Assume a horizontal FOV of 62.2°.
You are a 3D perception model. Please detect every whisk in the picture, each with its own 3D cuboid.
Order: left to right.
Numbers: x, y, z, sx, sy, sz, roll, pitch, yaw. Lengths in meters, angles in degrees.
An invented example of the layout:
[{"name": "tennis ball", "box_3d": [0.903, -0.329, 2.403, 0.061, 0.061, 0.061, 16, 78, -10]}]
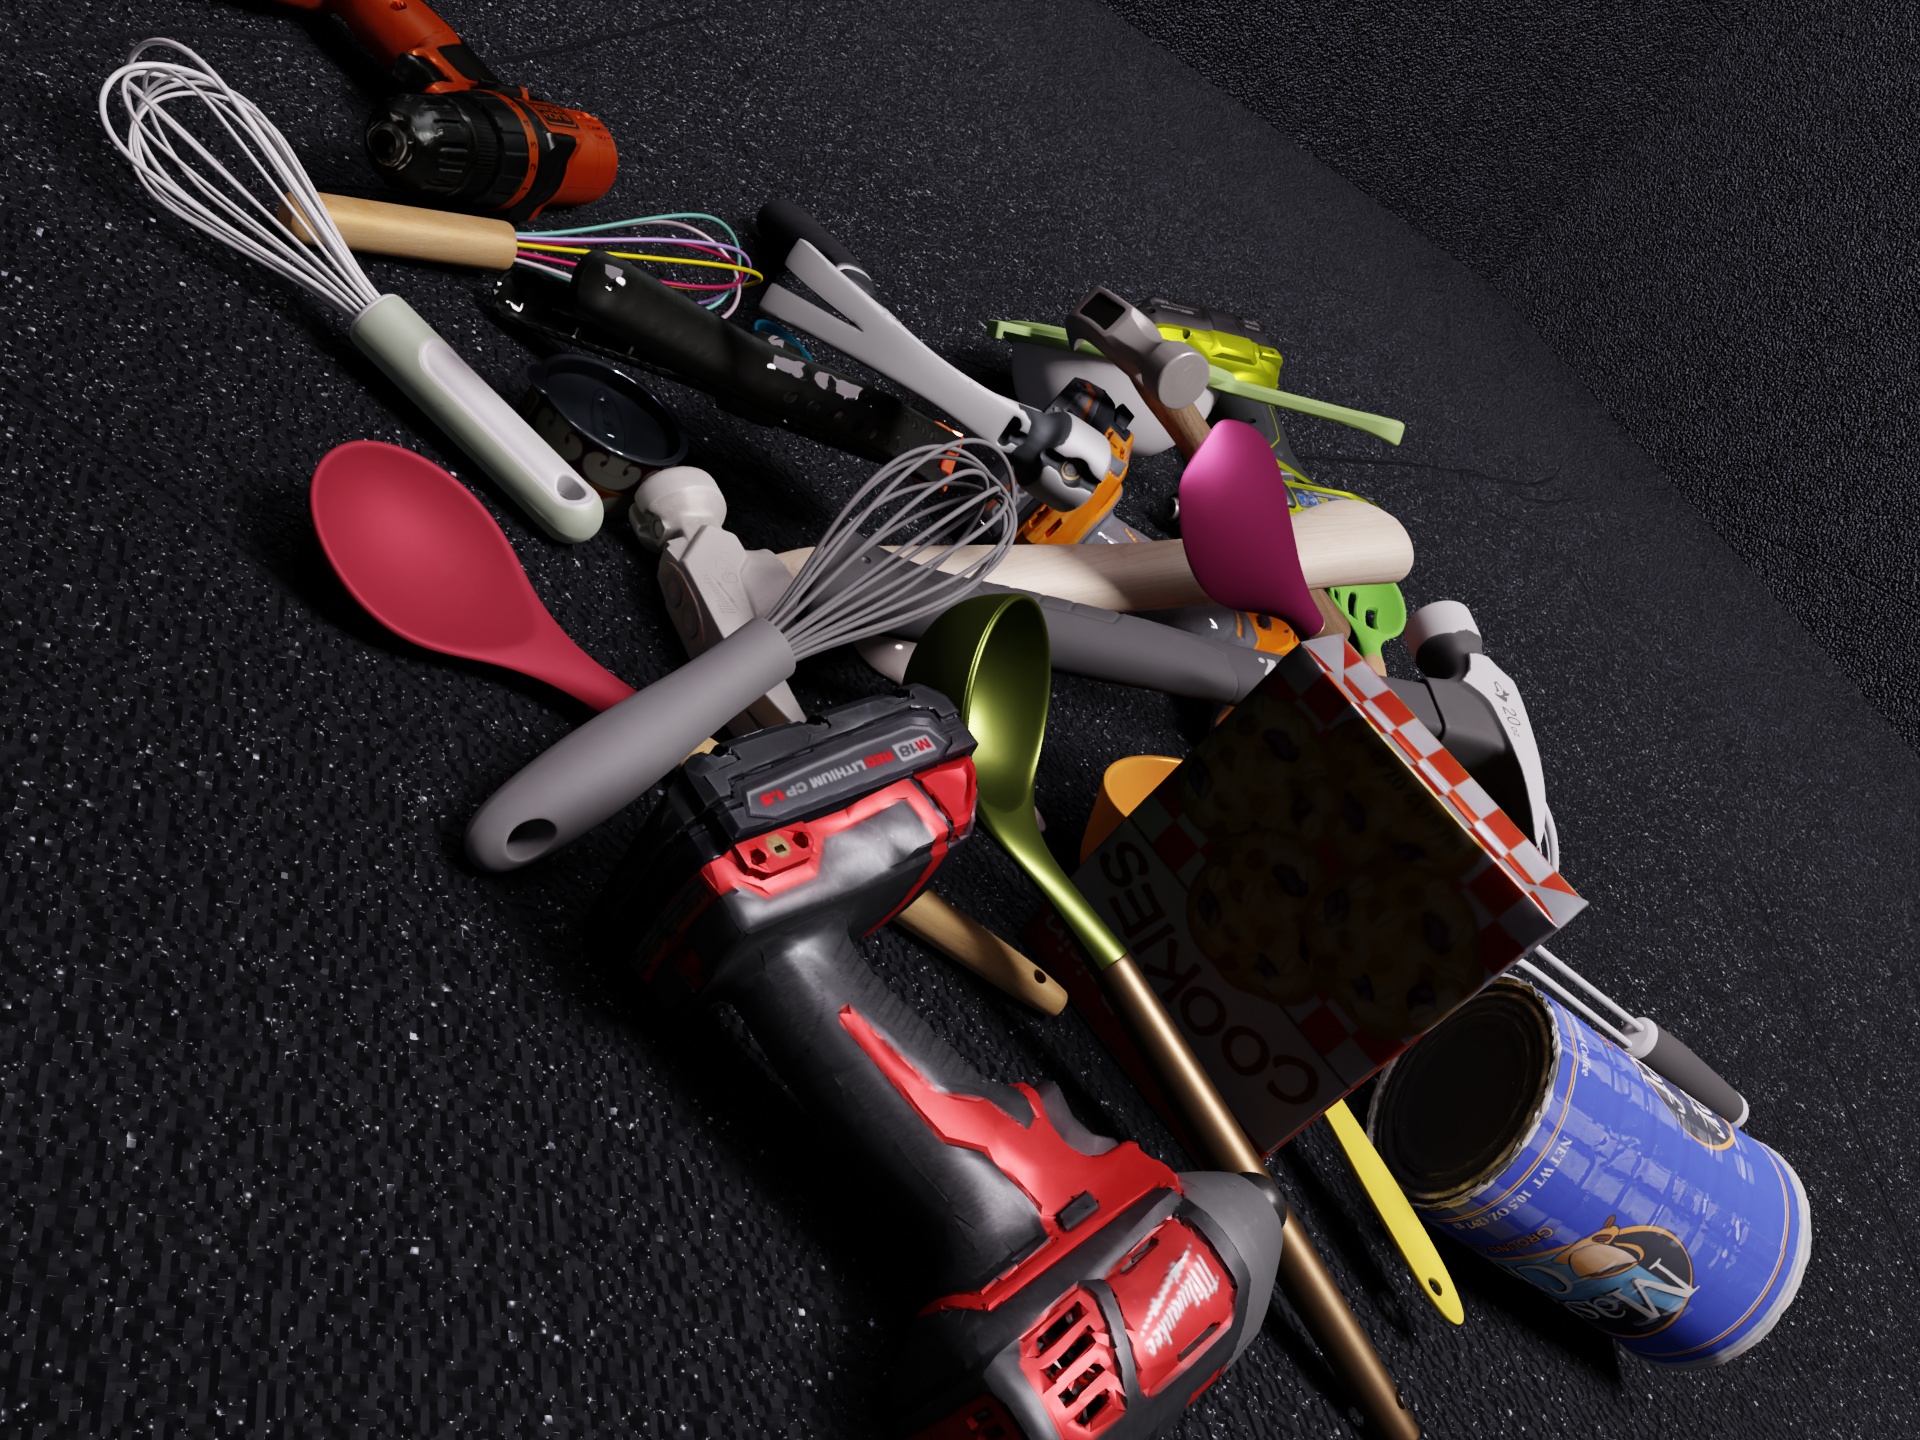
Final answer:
[{"name": "whisk", "box_3d": [-0.226, -0.158, 0.601, 0.246, 0.059, 0.058, 45, 41, -3]}, {"name": "whisk", "box_3d": [-0.186, -0.215, 0.722, 0.047, 0.051, 0.245, 36, 27, 33]}, {"name": "whisk", "box_3d": [-0.063, -0.026, 0.523, 0.055, 0.055, 0.239, 46, 59, 8]}]

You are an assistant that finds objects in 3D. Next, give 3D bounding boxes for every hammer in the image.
[{"name": "hammer", "box_3d": [-0.055, -0.210, 0.778, 0.149, 0.036, 0.409, 28, 15, -27]}, {"name": "hammer", "box_3d": [0.066, -0.057, 0.715, 0.410, 0.038, 0.146, -8, 55, -35]}, {"name": "hammer", "box_3d": [0.094, -0.018, 0.645, 0.334, 0.035, 0.146, 11, 46, -21]}, {"name": "hammer", "box_3d": [0.156, -0.135, 0.928, 0.331, 0.031, 0.130, 42, 8, -47]}]

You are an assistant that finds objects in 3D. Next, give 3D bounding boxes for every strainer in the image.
[{"name": "strainer", "box_3d": [0.141, -0.187, 0.992, 0.256, 0.069, 0.151, 18, 11, 16]}]

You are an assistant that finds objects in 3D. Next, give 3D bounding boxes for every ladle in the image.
[{"name": "ladle", "box_3d": [-0.087, 0.014, 0.551, 0.315, 0.031, 0.069, 36, 42, -13]}, {"name": "ladle", "box_3d": [0.075, 0.100, 0.542, 0.320, 0.062, 0.078, 59, 25, 5]}]

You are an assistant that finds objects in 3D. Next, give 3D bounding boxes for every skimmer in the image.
[{"name": "skimmer", "box_3d": [0.301, 0.124, 0.815, 0.363, 0.127, 0.090, 34, 10, -35]}]

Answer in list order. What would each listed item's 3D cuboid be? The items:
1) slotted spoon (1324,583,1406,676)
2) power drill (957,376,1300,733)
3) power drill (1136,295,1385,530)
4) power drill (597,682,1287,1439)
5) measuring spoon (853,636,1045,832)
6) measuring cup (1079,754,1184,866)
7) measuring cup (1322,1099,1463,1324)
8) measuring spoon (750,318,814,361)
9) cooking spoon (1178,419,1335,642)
[{"name": "slotted spoon", "box_3d": [0.265, -0.025, 1.028, 0.070, 0.031, 0.314, 29, 32, -8]}, {"name": "power drill", "box_3d": [0.116, -0.079, 0.871, 0.226, 0.084, 0.164, 43, 28, -6]}, {"name": "power drill", "box_3d": [0.185, -0.192, 1.104, 0.171, 0.080, 0.223, 5, 47, -29]}, {"name": "power drill", "box_3d": [0.003, 0.103, 0.469, 0.143, 0.078, 0.220, -19, 67, -44]}, {"name": "measuring spoon", "box_3d": [-0.001, -0.002, 0.684, 0.124, 0.018, 0.034, 49, 30, 13]}, {"name": "measuring cup", "box_3d": [0.132, 0.074, 0.659, 0.173, 0.052, 0.095, 22, 25, 3]}, {"name": "measuring cup", "box_3d": [0.140, 0.165, 0.617, 0.062, 0.029, 0.157, 5, 48, -47]}, {"name": "measuring spoon", "box_3d": [-0.064, -0.161, 0.836, 0.128, 0.021, 0.042, 36, 28, -28]}, {"name": "cooking spoon", "box_3d": [0.178, -0.032, 0.770, 0.017, 0.069, 0.318, 22, -16, 42]}]
